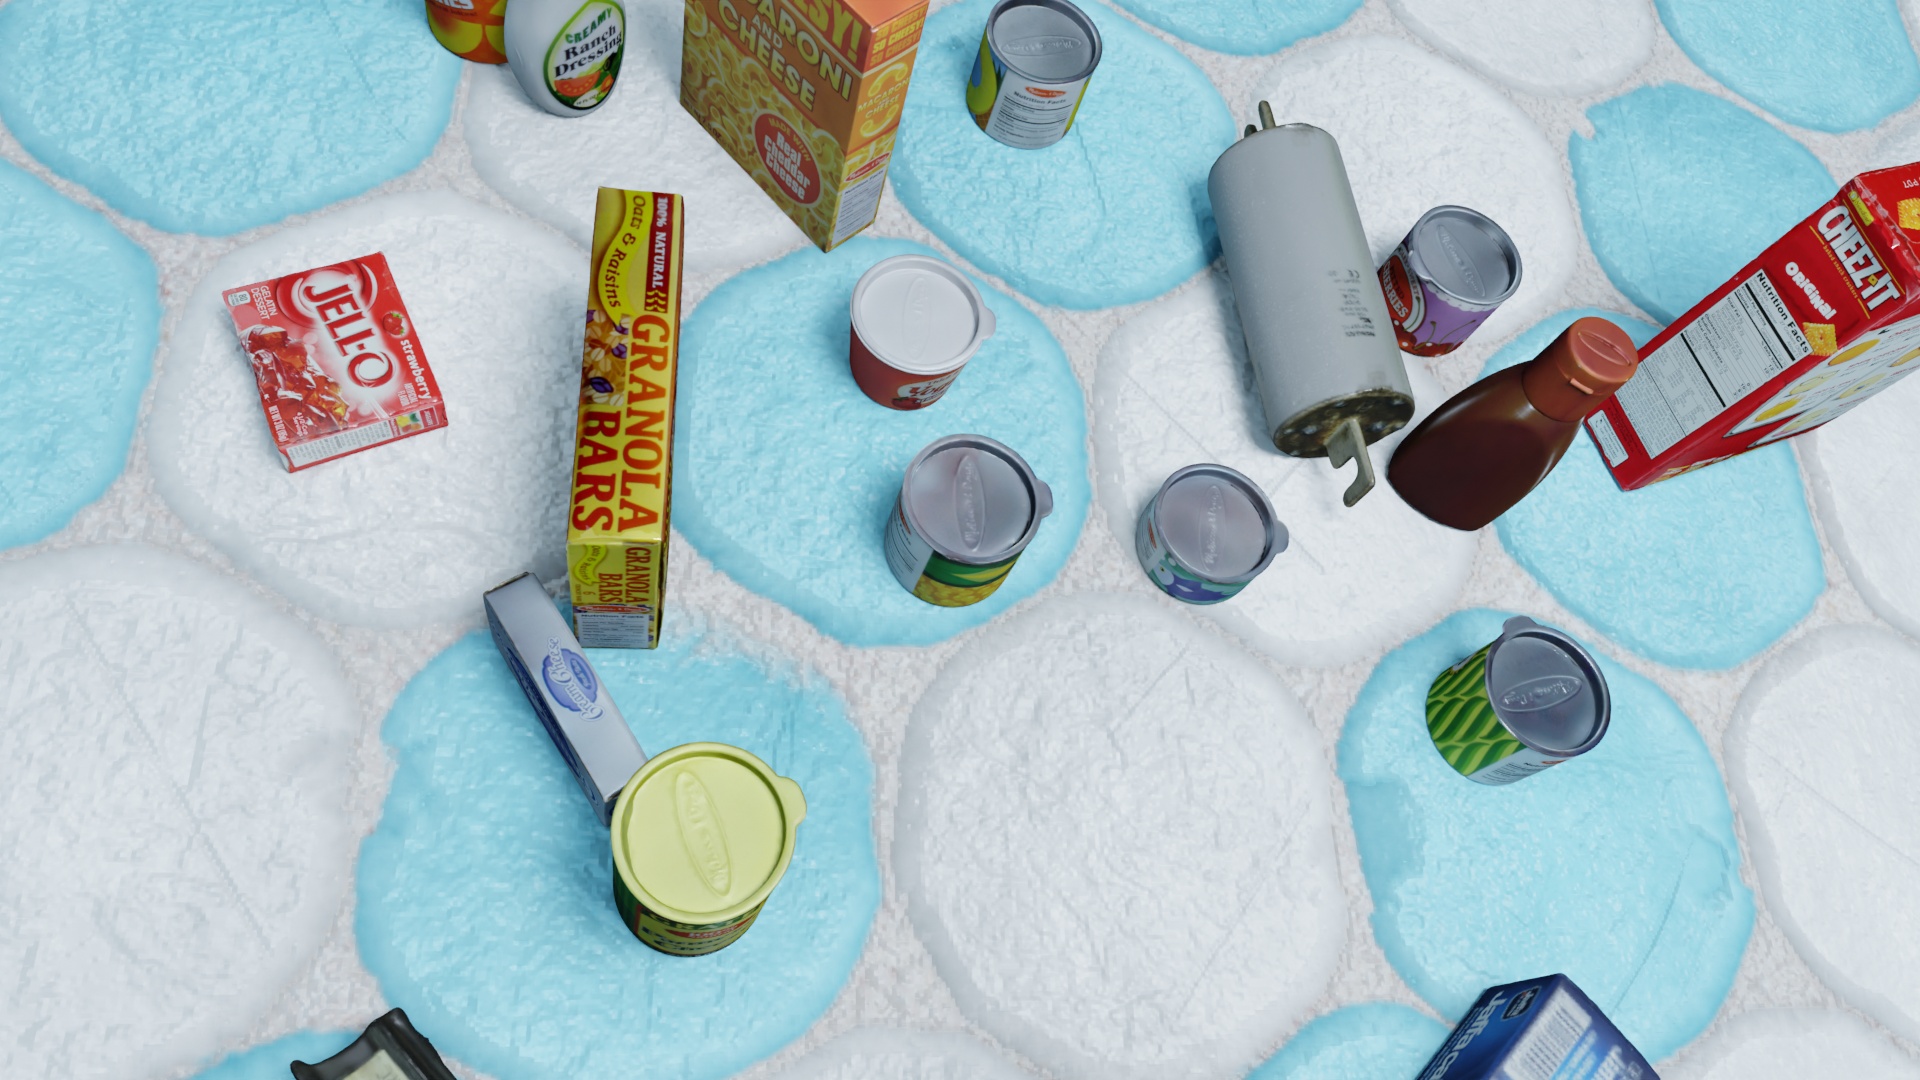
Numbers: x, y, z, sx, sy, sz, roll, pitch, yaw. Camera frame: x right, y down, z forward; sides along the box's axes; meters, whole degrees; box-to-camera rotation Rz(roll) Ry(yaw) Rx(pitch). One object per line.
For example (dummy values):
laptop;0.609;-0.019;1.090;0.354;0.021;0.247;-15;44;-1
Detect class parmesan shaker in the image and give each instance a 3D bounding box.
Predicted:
parmesan shaker;-0.101;0.125;0.549;0.071;0.102;0.071;5;65;-11

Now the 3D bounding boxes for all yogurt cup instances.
yogurt cup;-0.025;-0.101;0.698;0.072;0.053;0.072;5;65;-11

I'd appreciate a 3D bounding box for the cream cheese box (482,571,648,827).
cream cheese box;-0.165;0.068;0.587;0.024;0.053;0.104;-29;76;-23

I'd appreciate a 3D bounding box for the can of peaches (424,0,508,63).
can of peaches;-0.251;-0.294;0.730;0.071;0.057;0.071;5;65;-11

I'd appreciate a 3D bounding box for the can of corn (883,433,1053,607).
can of corn;0.002;-0.008;0.660;0.071;0.058;0.071;5;65;-11

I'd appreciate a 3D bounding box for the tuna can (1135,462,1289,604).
tuna can;0.126;-0.002;0.701;0.071;0.032;0.071;5;65;-11

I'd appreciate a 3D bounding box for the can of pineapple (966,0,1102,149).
can of pineapple;0.041;-0.267;0.788;0.071;0.057;0.071;5;65;-11

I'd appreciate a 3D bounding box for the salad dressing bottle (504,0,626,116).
salad dressing bottle;-0.195;-0.274;0.684;0.044;0.147;0.064;46;64;9

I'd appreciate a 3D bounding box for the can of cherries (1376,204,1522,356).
can of cherries;0.271;-0.146;0.788;0.071;0.058;0.072;5;65;-11

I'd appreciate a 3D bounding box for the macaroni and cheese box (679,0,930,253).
macaroni and cheese box;-0.083;-0.240;0.685;0.040;0.165;0.124;-39;80;-25

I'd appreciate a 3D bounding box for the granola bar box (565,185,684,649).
granola bar box;-0.144;-0.050;0.606;0.039;0.123;0.166;3;65;-12

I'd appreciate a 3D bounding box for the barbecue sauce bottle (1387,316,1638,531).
barbecue sauce bottle;0.278;-0.058;0.699;0.065;0.148;0.044;32;63;2

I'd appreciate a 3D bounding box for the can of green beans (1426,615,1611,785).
can of green beans;0.273;0.082;0.684;0.071;0.057;0.071;5;65;-11
